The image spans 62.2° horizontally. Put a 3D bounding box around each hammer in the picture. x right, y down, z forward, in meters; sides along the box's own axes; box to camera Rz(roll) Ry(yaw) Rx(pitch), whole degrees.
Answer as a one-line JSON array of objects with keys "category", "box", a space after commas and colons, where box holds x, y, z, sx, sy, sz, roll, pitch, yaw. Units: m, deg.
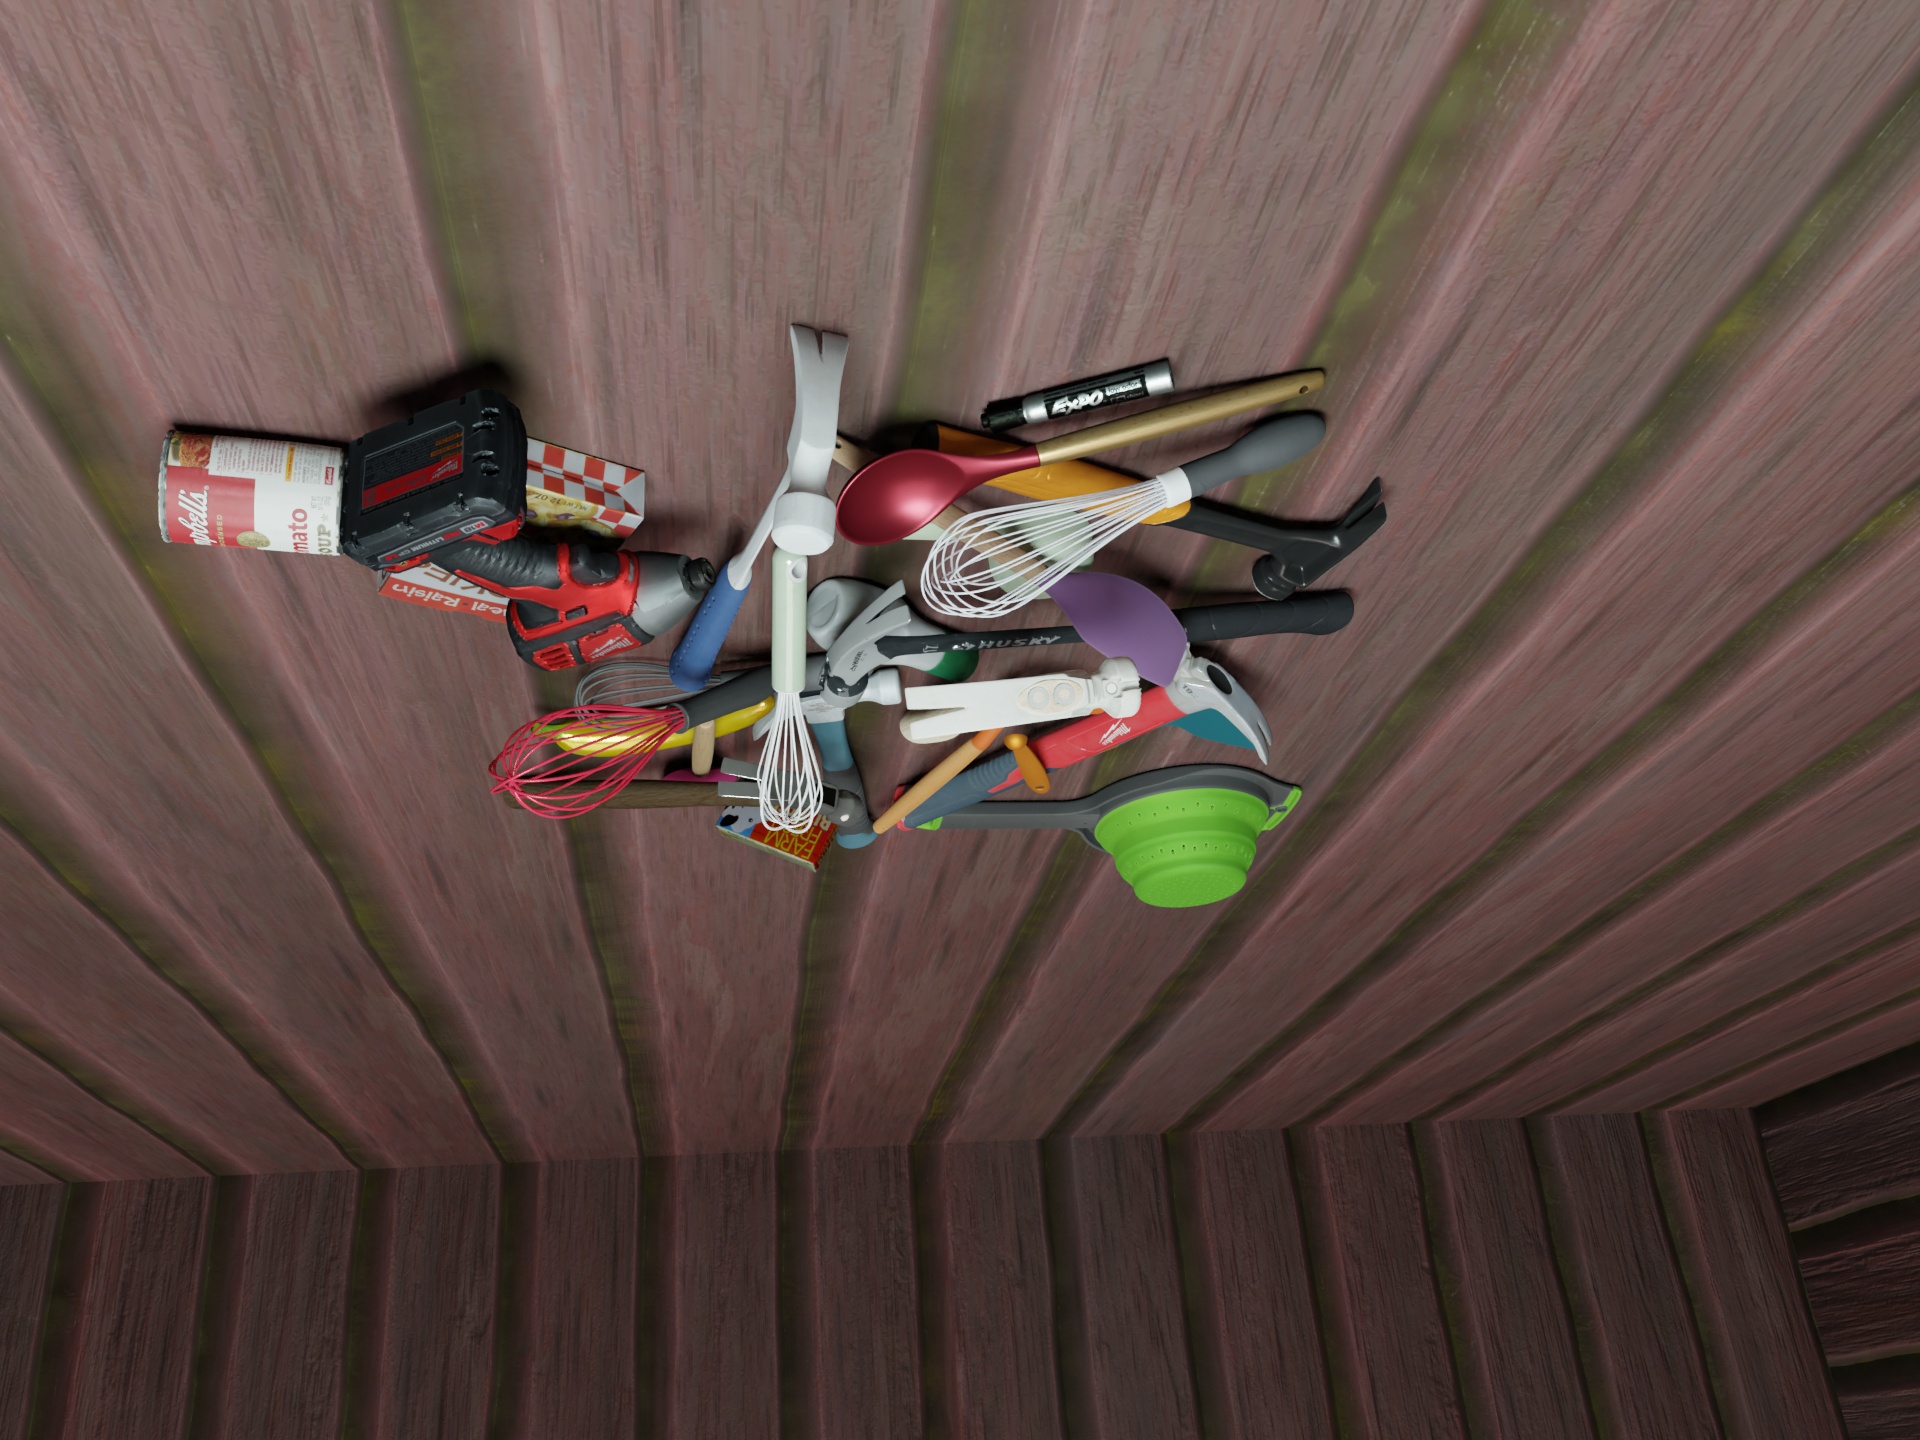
[{"category": "hammer", "box": [-0.107, 0.043, 1.430, 0.128, 0.033, 0.330, -5, 154, 0]}, {"category": "hammer", "box": [0.087, 0.039, 1.405, 0.143, 0.038, 0.386, 42, 136, -24]}, {"category": "hammer", "box": [0.106, -0.069, 1.171, 0.409, 0.036, 0.149, -6, 160, -18]}, {"category": "hammer", "box": [-0.257, 0.063, 1.361, 0.331, 0.031, 0.130, -1, 165, 26]}, {"category": "hammer", "box": [-0.142, -0.108, 1.050, 0.035, 0.144, 0.405, 10, 160, -17]}, {"category": "hammer", "box": [-0.002, -0.004, 1.165, 0.146, 0.038, 0.410, -7, 179, -13]}, {"category": "hammer", "box": [0.125, -0.150, 1.072, 0.336, 0.034, 0.127, 10, 151, -26]}]

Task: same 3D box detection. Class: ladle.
[{"category": "ladle", "box": [0.073, -0.171, 0.985, 0.315, 0.031, 0.069, -15, 142, 0]}]

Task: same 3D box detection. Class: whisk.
[{"category": "whisk", "box": [-0.127, -0.020, 1.174, 0.058, 0.059, 0.246, -25, 132, -39]}, {"category": "whisk", "box": [-0.187, -0.030, 1.260, 0.239, 0.055, 0.055, -8, 154, -5]}, {"category": "whisk", "box": [0.106, -0.135, 1.008, 0.284, 0.070, 0.070, -23, 155, -8]}, {"category": "whisk", "box": [-0.213, 0.004, 1.122, 0.073, 0.073, 0.296, -26, -179, 36]}]

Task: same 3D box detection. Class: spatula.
[{"category": "spatula", "box": [0.115, 0.029, 1.427, 0.317, 0.044, 0.082, -21, 126, 34]}, {"category": "spatula", "box": [0.034, -0.113, 1.070, 0.315, 0.060, 0.018, 28, 166, -26]}, {"category": "spatula", "box": [0.004, 0.038, 1.387, 0.081, 0.041, 0.322, 12, 147, -29]}]

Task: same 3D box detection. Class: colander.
[{"category": "colander", "box": [0.143, 0.127, 1.570, 0.397, 0.095, 0.204, 0, 154, -9]}]

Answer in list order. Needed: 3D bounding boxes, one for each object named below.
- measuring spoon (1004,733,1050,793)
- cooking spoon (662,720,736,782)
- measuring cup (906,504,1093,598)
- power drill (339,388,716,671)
[{"category": "measuring spoon", "box": [0.058, 0.040, 1.355, 0.021, 0.011, 0.116, -8, 152, 13]}, {"category": "cooking spoon", "box": [-0.219, 0.036, 1.345, 0.068, 0.017, 0.319, -2, 167, -11]}, {"category": "measuring cup", "box": [0.014, -0.117, 1.115, 0.167, 0.038, 0.083, 2, 153, -17]}, {"category": "power drill", "box": [-0.256, -0.104, 0.973, 0.143, 0.079, 0.219, -16, 154, 18]}]
